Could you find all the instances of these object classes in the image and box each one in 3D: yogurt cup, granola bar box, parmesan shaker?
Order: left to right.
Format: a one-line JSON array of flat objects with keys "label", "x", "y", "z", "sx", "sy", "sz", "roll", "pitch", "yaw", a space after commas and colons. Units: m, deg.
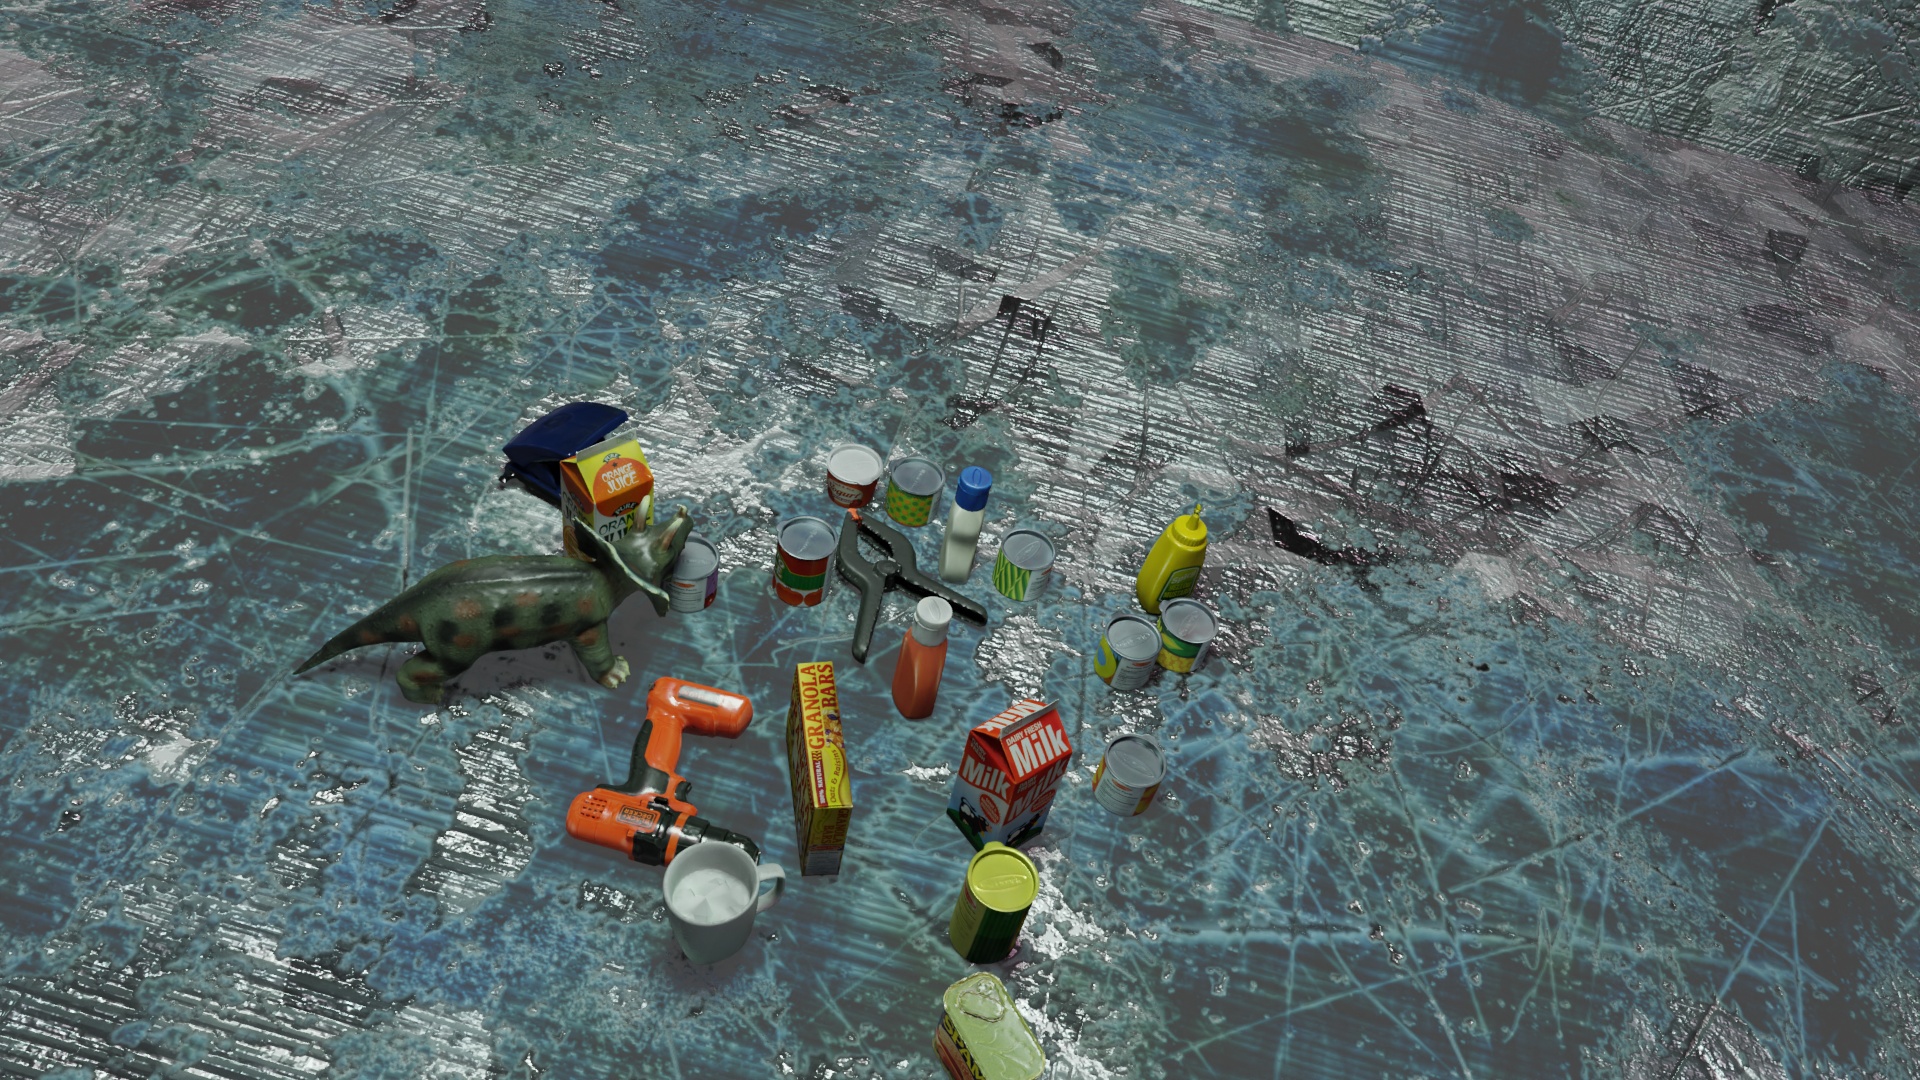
[{"label": "granola bar box", "x": -0.139, "y": 0.219, "z": 1.337, "sx": 0.039, "sy": 0.123, "sz": 0.166, "roll": -1, "pitch": 47, "yaw": -14}, {"label": "yogurt cup", "x": -0.130, "y": -0.076, "z": 1.671, "sx": 0.072, "sy": 0.053, "sz": 0.073, "roll": 7, "pitch": 46, "yaw": -7}, {"label": "parmesan shaker", "x": 0.029, "y": 0.335, "z": 1.282, "sx": 0.071, "sy": 0.102, "sz": 0.072, "roll": 7, "pitch": 46, "yaw": -7}]

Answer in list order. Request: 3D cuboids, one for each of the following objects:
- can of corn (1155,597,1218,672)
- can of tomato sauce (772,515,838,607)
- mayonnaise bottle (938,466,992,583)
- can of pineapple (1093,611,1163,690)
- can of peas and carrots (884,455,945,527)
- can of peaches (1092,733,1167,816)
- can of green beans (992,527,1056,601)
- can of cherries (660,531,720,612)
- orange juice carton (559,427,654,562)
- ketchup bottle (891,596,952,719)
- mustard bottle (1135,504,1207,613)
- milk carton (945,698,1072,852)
[{"label": "can of corn", "x": 0.252, "y": 0.107, "z": 1.587, "sx": 0.071, "sy": 0.058, "sz": 0.071, "roll": 7, "pitch": 46, "yaw": -7}, {"label": "can of tomato sauce", "x": -0.175, "y": 0.024, "z": 1.545, "sx": 0.071, "sy": 0.082, "sz": 0.071, "roll": 7, "pitch": 46, "yaw": -7}, {"label": "mayonnaise bottle", "x": 0.006, "y": -0.020, "z": 1.585, "sx": 0.041, "sy": 0.147, "sz": 0.065, "roll": 10, "pitch": 46, "yaw": -5}, {"label": "can of pineapple", "x": 0.187, "y": 0.124, "z": 1.555, "sx": 0.071, "sy": 0.057, "sz": 0.071, "roll": 7, "pitch": 46, "yaw": -7}, {"label": "can of peas and carrots", "x": -0.058, "y": -0.059, "z": 1.670, "sx": 0.071, "sy": 0.058, "sz": 0.071, "roll": 7, "pitch": 46, "yaw": -7}, {"label": "can of peaches", "x": 0.176, "y": 0.242, "z": 1.439, "sx": 0.071, "sy": 0.057, "sz": 0.071, "roll": 7, "pitch": 46, "yaw": -7}, {"label": "can of green beans", "x": 0.074, "y": 0.028, "z": 1.619, "sx": 0.071, "sy": 0.057, "sz": 0.071, "roll": 7, "pitch": 46, "yaw": -7}, {"label": "can of cherries", "x": -0.297, "y": 0.035, "z": 1.521, "sx": 0.071, "sy": 0.058, "sz": 0.072, "roll": 7, "pitch": 46, "yaw": -7}, {"label": "orange juice carton", "x": -0.376, "y": -0.037, "z": 1.477, "sx": 0.072, "sy": 0.191, "sz": 0.073, "roll": -27, "pitch": 58, "yaw": -33}, {"label": "ketchup bottle", "x": -0.039, "y": 0.119, "z": 1.440, "sx": 0.043, "sy": 0.148, "sz": 0.065, "roll": -5, "pitch": 48, "yaw": -18}, {"label": "mustard bottle", "x": 0.250, "y": 0.018, "z": 1.600, "sx": 0.065, "sy": 0.159, "sz": 0.049, "roll": -11, "pitch": 50, "yaw": -23}, {"label": "milk carton", "x": 0.048, "y": 0.222, "z": 1.334, "sx": 0.072, "sy": 0.189, "sz": 0.073, "roll": -24, "pitch": 56, "yaw": -31}]
